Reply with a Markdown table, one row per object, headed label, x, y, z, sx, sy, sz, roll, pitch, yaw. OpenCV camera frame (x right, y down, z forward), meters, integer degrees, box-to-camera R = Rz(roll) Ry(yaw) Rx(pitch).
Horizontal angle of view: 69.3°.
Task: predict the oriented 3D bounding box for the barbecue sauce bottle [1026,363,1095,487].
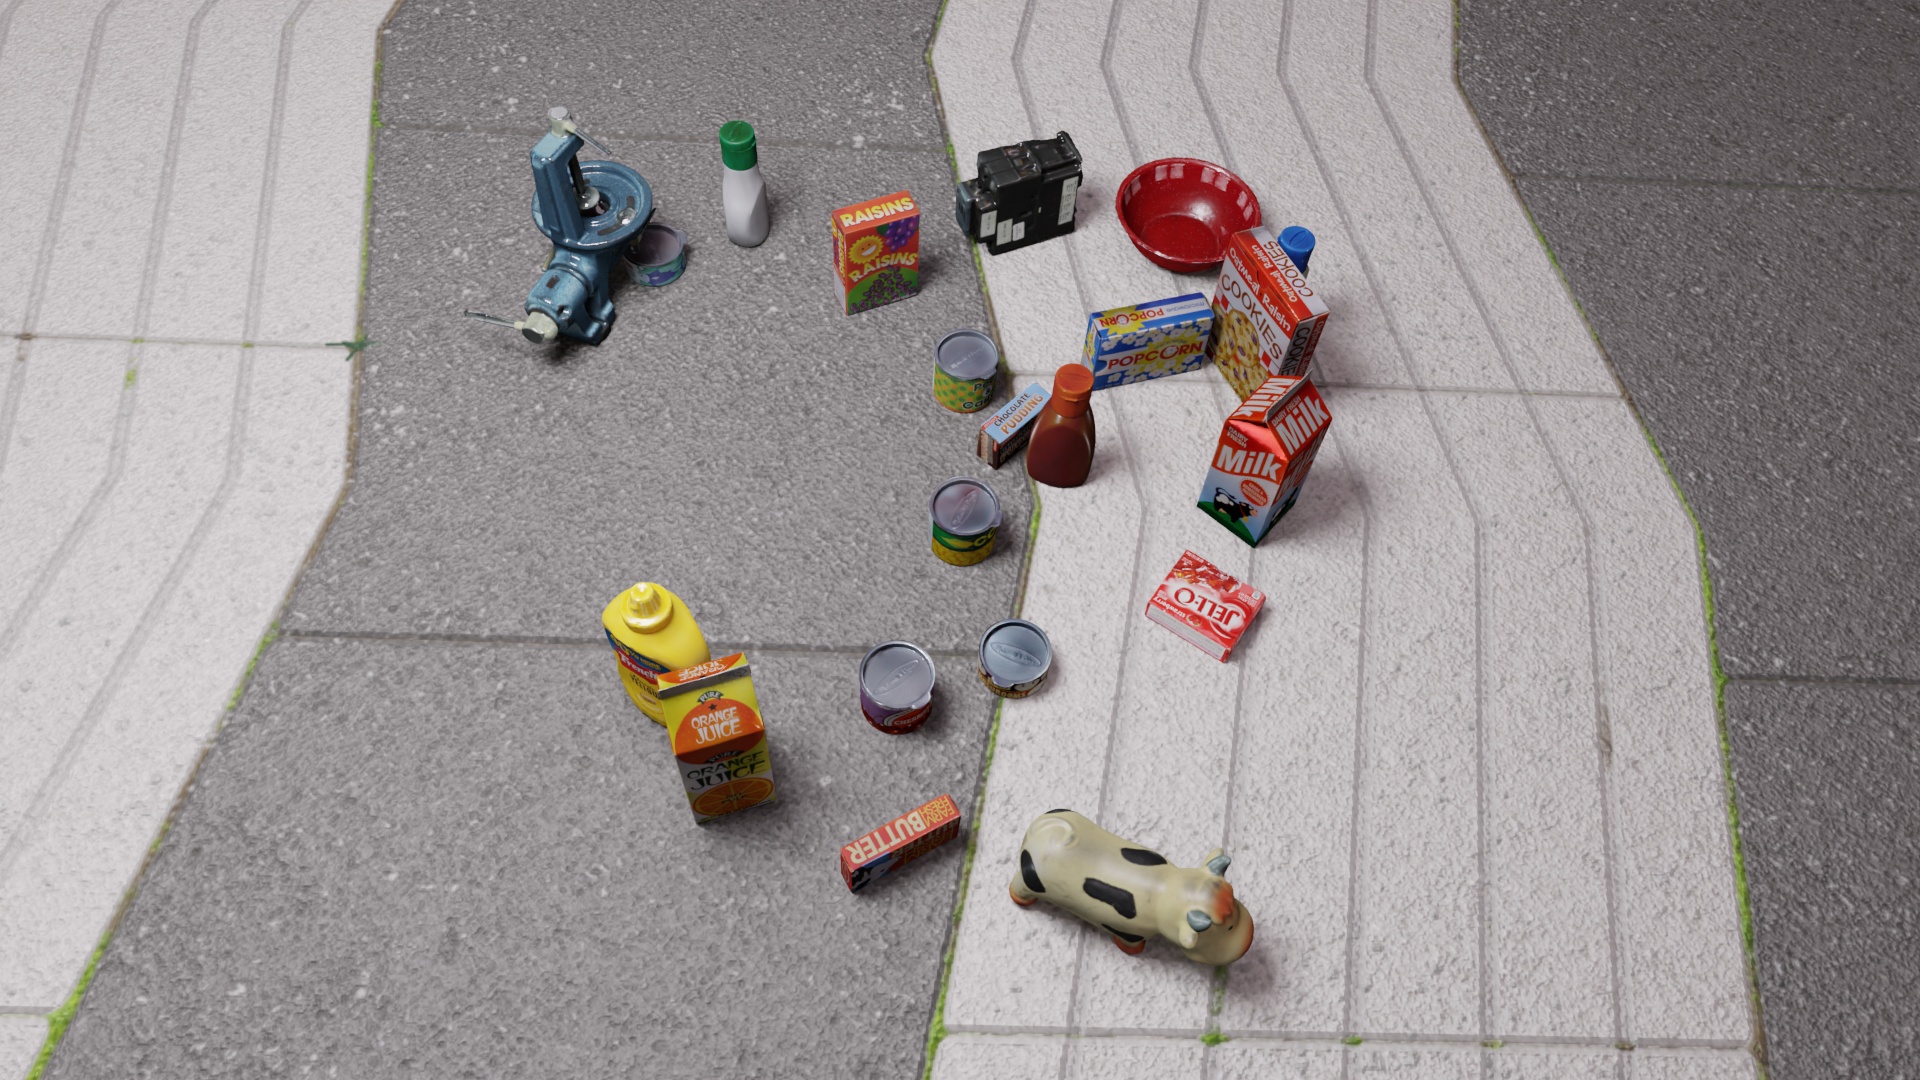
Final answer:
| label | x | y | z | sx | sy | sz | roll | pitch | yaw |
| --- | --- | --- | --- | --- | --- | --- | --- | --- | --- |
| barbecue sauce bottle | 0.101 | -0.109 | 1.330 | 0.065 | 0.147 | 0.044 | 10 | 58 | 3 |

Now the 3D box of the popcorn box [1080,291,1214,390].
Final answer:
| label | x | y | z | sx | sy | sz | roll | pitch | yaw |
| --- | --- | --- | --- | --- | --- | --- | --- | --- | --- |
| popcorn box | 0.192 | -0.205 | 1.435 | 0.127 | 0.084 | 0.038 | -12 | 59 | -11 |

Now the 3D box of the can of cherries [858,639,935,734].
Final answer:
| label | x | y | z | sx | sy | sz | roll | pitch | yaw |
| --- | --- | --- | --- | --- | --- | --- | --- | --- | --- |
| can of cherries | -0.055 | 0.132 | 1.221 | 0.071 | 0.058 | 0.072 | 2 | 58 | -2 |

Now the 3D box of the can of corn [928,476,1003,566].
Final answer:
| label | x | y | z | sx | sy | sz | roll | pitch | yaw |
| --- | --- | --- | --- | --- | --- | --- | --- | --- | --- |
| can of corn | 0.005 | -0.017 | 1.319 | 0.071 | 0.058 | 0.071 | 2 | 58 | -2 |

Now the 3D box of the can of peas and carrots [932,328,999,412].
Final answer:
| label | x | y | z | sx | sy | sz | roll | pitch | yaw |
| --- | --- | --- | --- | --- | --- | --- | --- | --- | --- |
| can of peas and carrots | 0.007 | -0.171 | 1.417 | 0.071 | 0.058 | 0.071 | 2 | 58 | -2 |

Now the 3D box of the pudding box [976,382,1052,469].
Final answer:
| label | x | y | z | sx | sy | sz | roll | pitch | yaw |
| --- | --- | --- | --- | --- | --- | --- | --- | --- | --- |
| pudding box | 0.055 | -0.115 | 1.390 | 0.030 | 0.049 | 0.084 | 41 | 64 | 20 |

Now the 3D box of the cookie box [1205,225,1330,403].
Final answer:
| label | x | y | z | sx | sy | sz | roll | pitch | yaw |
| --- | --- | --- | --- | --- | --- | --- | --- | --- | --- |
| cookie box | 0.302 | -0.213 | 1.398 | 0.040 | 0.166 | 0.123 | -20 | 61 | -15 |

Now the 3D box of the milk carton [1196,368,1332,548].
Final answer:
| label | x | y | z | sx | sy | sz | roll | pitch | yaw |
| --- | --- | --- | --- | --- | --- | --- | --- | --- | --- |
| milk carton | 0.286 | -0.083 | 1.300 | 0.073 | 0.189 | 0.072 | 39 | 63 | 19 |

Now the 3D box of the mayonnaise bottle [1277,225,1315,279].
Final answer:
| label | x | y | z | sx | sy | sz | roll | pitch | yaw |
| --- | --- | --- | --- | --- | --- | --- | --- | --- | --- |
| mayonnaise bottle | 0.332 | -0.261 | 1.442 | 0.041 | 0.147 | 0.065 | 38 | 63 | 19 |

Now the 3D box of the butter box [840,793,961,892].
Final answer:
| label | x | y | z | sx | sy | sz | roll | pitch | yaw |
| --- | --- | --- | --- | --- | --- | --- | --- | --- | --- |
| butter box | -0.050 | 0.250 | 1.149 | 0.104 | 0.053 | 0.024 | -25 | 62 | -18 |

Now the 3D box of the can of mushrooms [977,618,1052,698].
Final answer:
| label | x | y | z | sx | sy | sz | roll | pitch | yaw |
| --- | --- | --- | --- | --- | --- | --- | --- | --- | --- |
| can of mushrooms | 0.047 | 0.109 | 1.256 | 0.071 | 0.033 | 0.071 | 2 | 57 | -2 |

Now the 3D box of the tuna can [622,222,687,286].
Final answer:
| label | x | y | z | sx | sy | sz | roll | pitch | yaw |
| --- | --- | --- | --- | --- | --- | --- | --- | --- | --- |
| tuna can | -0.328 | -0.310 | 1.500 | 0.071 | 0.032 | 0.071 | 2 | 57 | -2 |

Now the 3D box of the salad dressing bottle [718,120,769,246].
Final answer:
| label | x | y | z | sx | sy | sz | roll | pitch | yaw |
| --- | --- | --- | --- | --- | --- | --- | --- | --- | --- |
| salad dressing bottle | -0.232 | -0.380 | 1.484 | 0.044 | 0.147 | 0.064 | 14 | 58 | 5 |

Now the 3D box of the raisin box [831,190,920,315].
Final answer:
| label | x | y | z | sx | sy | sz | roll | pitch | yaw |
| --- | --- | --- | --- | --- | --- | --- | --- | --- | --- |
| raisin box | -0.088 | -0.301 | 1.456 | 0.086 | 0.122 | 0.040 | -19 | 61 | -14 |

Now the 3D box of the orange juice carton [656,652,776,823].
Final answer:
| label | x | y | z | sx | sy | sz | roll | pitch | yaw |
| --- | --- | --- | --- | --- | --- | --- | --- | --- | --- |
| orange juice carton | -0.197 | 0.153 | 1.119 | 0.072 | 0.191 | 0.073 | -14 | 60 | -12 |
